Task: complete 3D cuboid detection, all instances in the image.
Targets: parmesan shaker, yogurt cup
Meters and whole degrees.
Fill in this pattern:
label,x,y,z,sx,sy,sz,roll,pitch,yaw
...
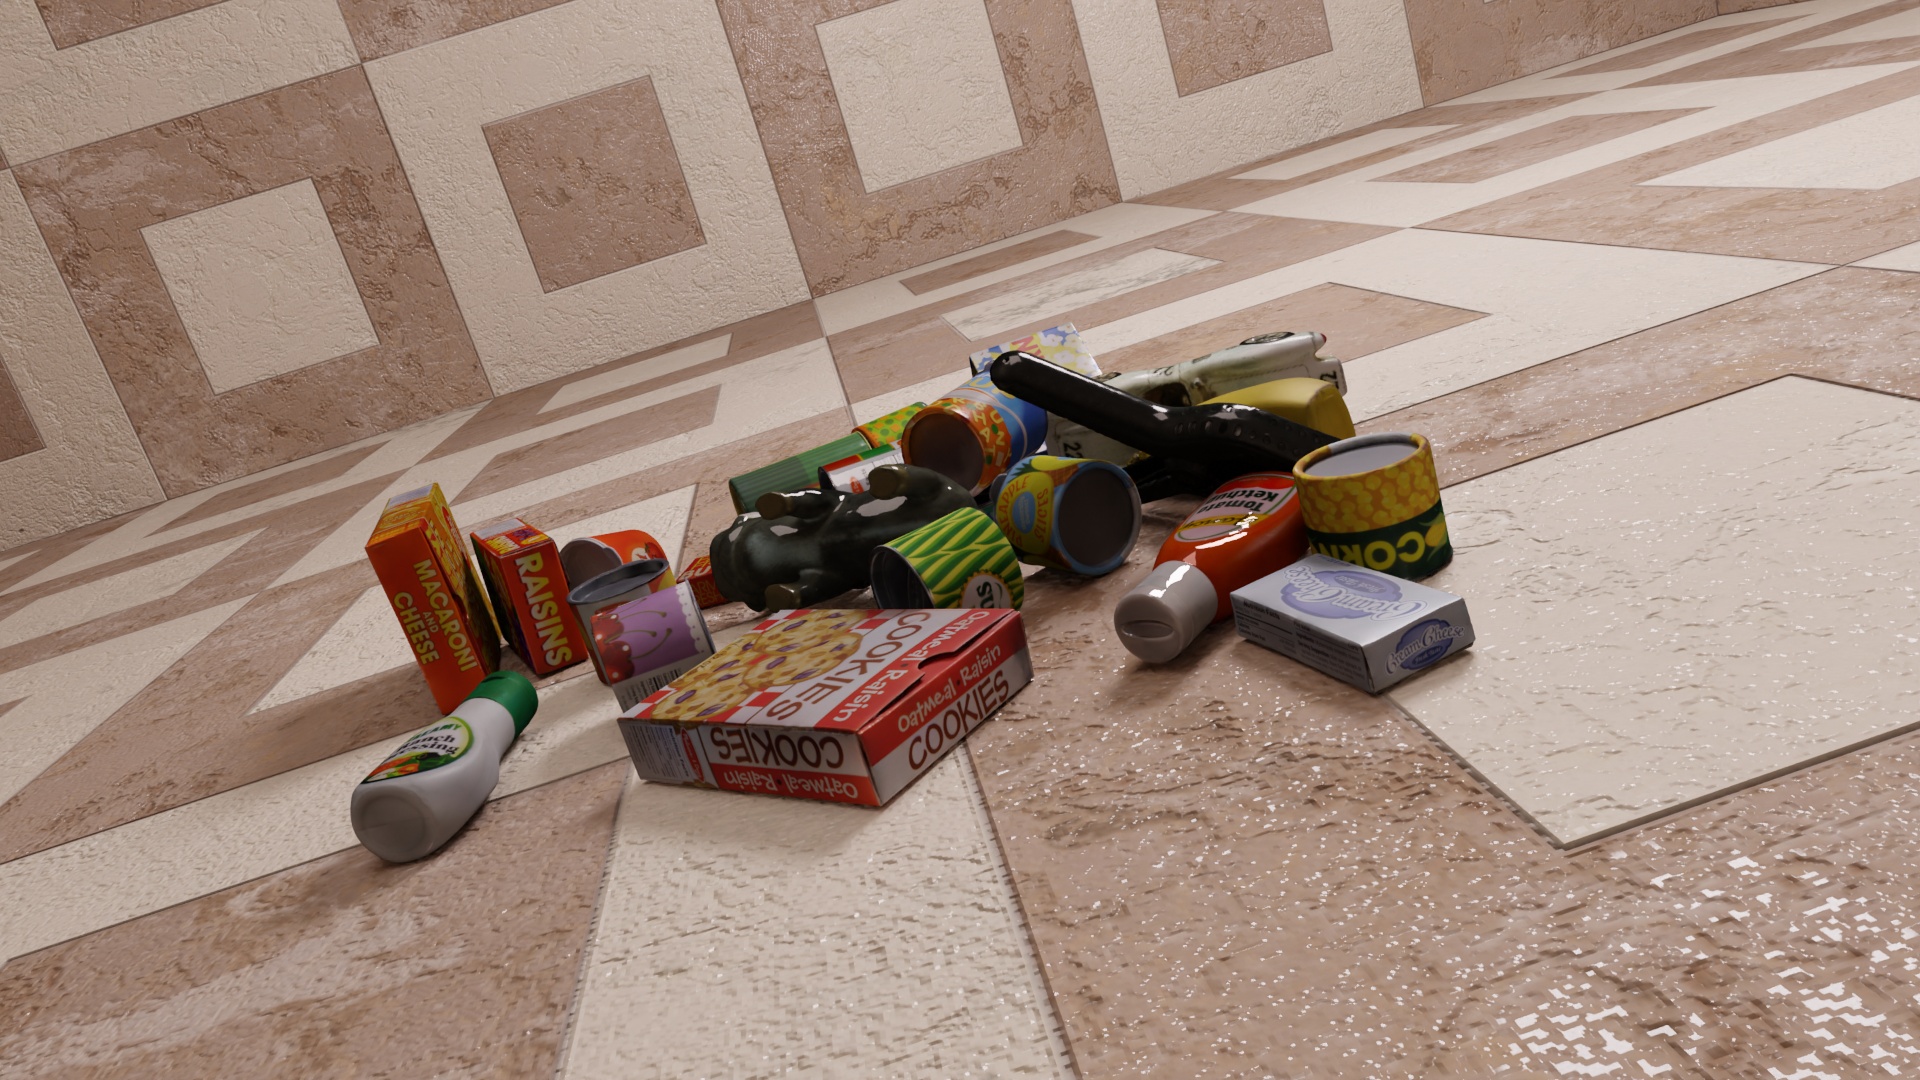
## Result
label,x,y,z,sx,sy,sz,roll,pitch,yaw
parmesan shaker,-0.112,-0.030,1.030,0.103,0.071,0.071,-22,17,-14
yogurt cup,-0.244,0.025,0.983,0.072,0.072,0.054,-7,11,31

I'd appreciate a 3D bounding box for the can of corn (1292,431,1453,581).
label,x,y,z,sx,sy,sz,roll,pitch,yaw
can of corn,0.199,-0.014,0.673,0.071,0.058,0.071,-16,16,5

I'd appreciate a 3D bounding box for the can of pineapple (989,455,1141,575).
label,x,y,z,sx,sy,sz,roll,pitch,yaw
can of pineapple,0.060,-0.015,0.799,0.071,0.070,0.058,-26,19,-29

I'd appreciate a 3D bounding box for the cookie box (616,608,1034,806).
label,x,y,z,sx,sy,sz,roll,pitch,yaw
cookie box,-0.066,0.075,0.679,0.167,0.040,0.123,-3,21,40

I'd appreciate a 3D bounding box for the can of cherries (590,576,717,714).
label,x,y,z,sx,sy,sz,roll,pitch,yaw
can of cherries,-0.169,0.061,0.777,0.058,0.071,0.071,-21,17,-10

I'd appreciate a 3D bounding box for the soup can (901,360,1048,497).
label,x,y,z,sx,sy,sz,roll,pitch,yaw
soup can,0.009,-0.072,0.907,0.071,0.071,0.084,-6,19,34

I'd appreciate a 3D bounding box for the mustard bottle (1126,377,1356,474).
label,x,y,z,sx,sy,sz,roll,pitch,yaw
mustard bottle,0.163,-0.060,0.853,0.049,0.065,0.160,-34,19,-36

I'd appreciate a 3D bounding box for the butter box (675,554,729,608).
label,x,y,z,sx,sy,sz,roll,pitch,yaw
butter box,-0.142,0.019,0.966,0.103,0.024,0.053,-14,16,9

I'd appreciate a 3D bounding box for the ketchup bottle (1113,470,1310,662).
label,x,y,z,sx,sy,sz,roll,pitch,yaw
ketchup bottle,0.127,0.012,0.689,0.064,0.043,0.149,-3,22,38

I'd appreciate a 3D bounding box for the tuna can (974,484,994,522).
label,x,y,z,sx,sy,sz,roll,pitch,yaw
tuna can,0.003,-0.011,0.904,0.071,0.032,0.071,-16,16,5

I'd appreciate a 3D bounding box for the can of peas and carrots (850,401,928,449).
label,x,y,z,sx,sy,sz,roll,pitch,yaw
can of peas and carrots,-0.047,-0.069,1.076,0.059,0.070,0.071,-25,18,-22

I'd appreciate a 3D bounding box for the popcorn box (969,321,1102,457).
label,x,y,z,sx,sy,sz,roll,pitch,yaw
popcorn box,0.065,-0.100,1.021,0.085,0.038,0.127,-19,47,-4

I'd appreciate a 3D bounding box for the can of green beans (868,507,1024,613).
label,x,y,z,sx,sy,sz,roll,pitch,yaw
can of green beans,-0.008,0.023,0.746,0.058,0.071,0.071,-25,18,-27

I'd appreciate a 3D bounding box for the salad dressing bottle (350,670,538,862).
label,x,y,z,sx,sy,sz,roll,pitch,yaw
salad dressing bottle,-0.270,0.115,0.745,0.064,0.044,0.148,-13,17,8

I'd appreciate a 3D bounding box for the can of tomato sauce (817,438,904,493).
label,x,y,z,sx,sy,sz,roll,pitch,yaw
can of tomato sauce,-0.050,-0.034,0.973,0.083,0.071,0.071,-20,16,-14

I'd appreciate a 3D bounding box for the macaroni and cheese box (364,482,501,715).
label,x,y,z,sx,sy,sz,roll,pitch,yaw
macaroni and cheese box,-0.357,0.034,0.955,0.040,0.123,0.166,-22,17,-12

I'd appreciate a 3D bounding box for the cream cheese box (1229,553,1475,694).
label,x,y,z,sx,sy,sz,roll,pitch,yaw
cream cheese box,0.168,0.034,0.608,0.053,0.024,0.104,-23,17,-16

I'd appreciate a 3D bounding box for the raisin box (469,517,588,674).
label,x,y,z,sx,sy,sz,roll,pitch,yaw
raisin box,-0.297,0.036,0.955,0.040,0.086,0.123,-19,16,-24

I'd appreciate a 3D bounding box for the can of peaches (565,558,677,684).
label,x,y,z,sx,sy,sz,roll,pitch,yaw
can of peaches,-0.203,0.050,0.868,0.071,0.058,0.071,-16,16,5
